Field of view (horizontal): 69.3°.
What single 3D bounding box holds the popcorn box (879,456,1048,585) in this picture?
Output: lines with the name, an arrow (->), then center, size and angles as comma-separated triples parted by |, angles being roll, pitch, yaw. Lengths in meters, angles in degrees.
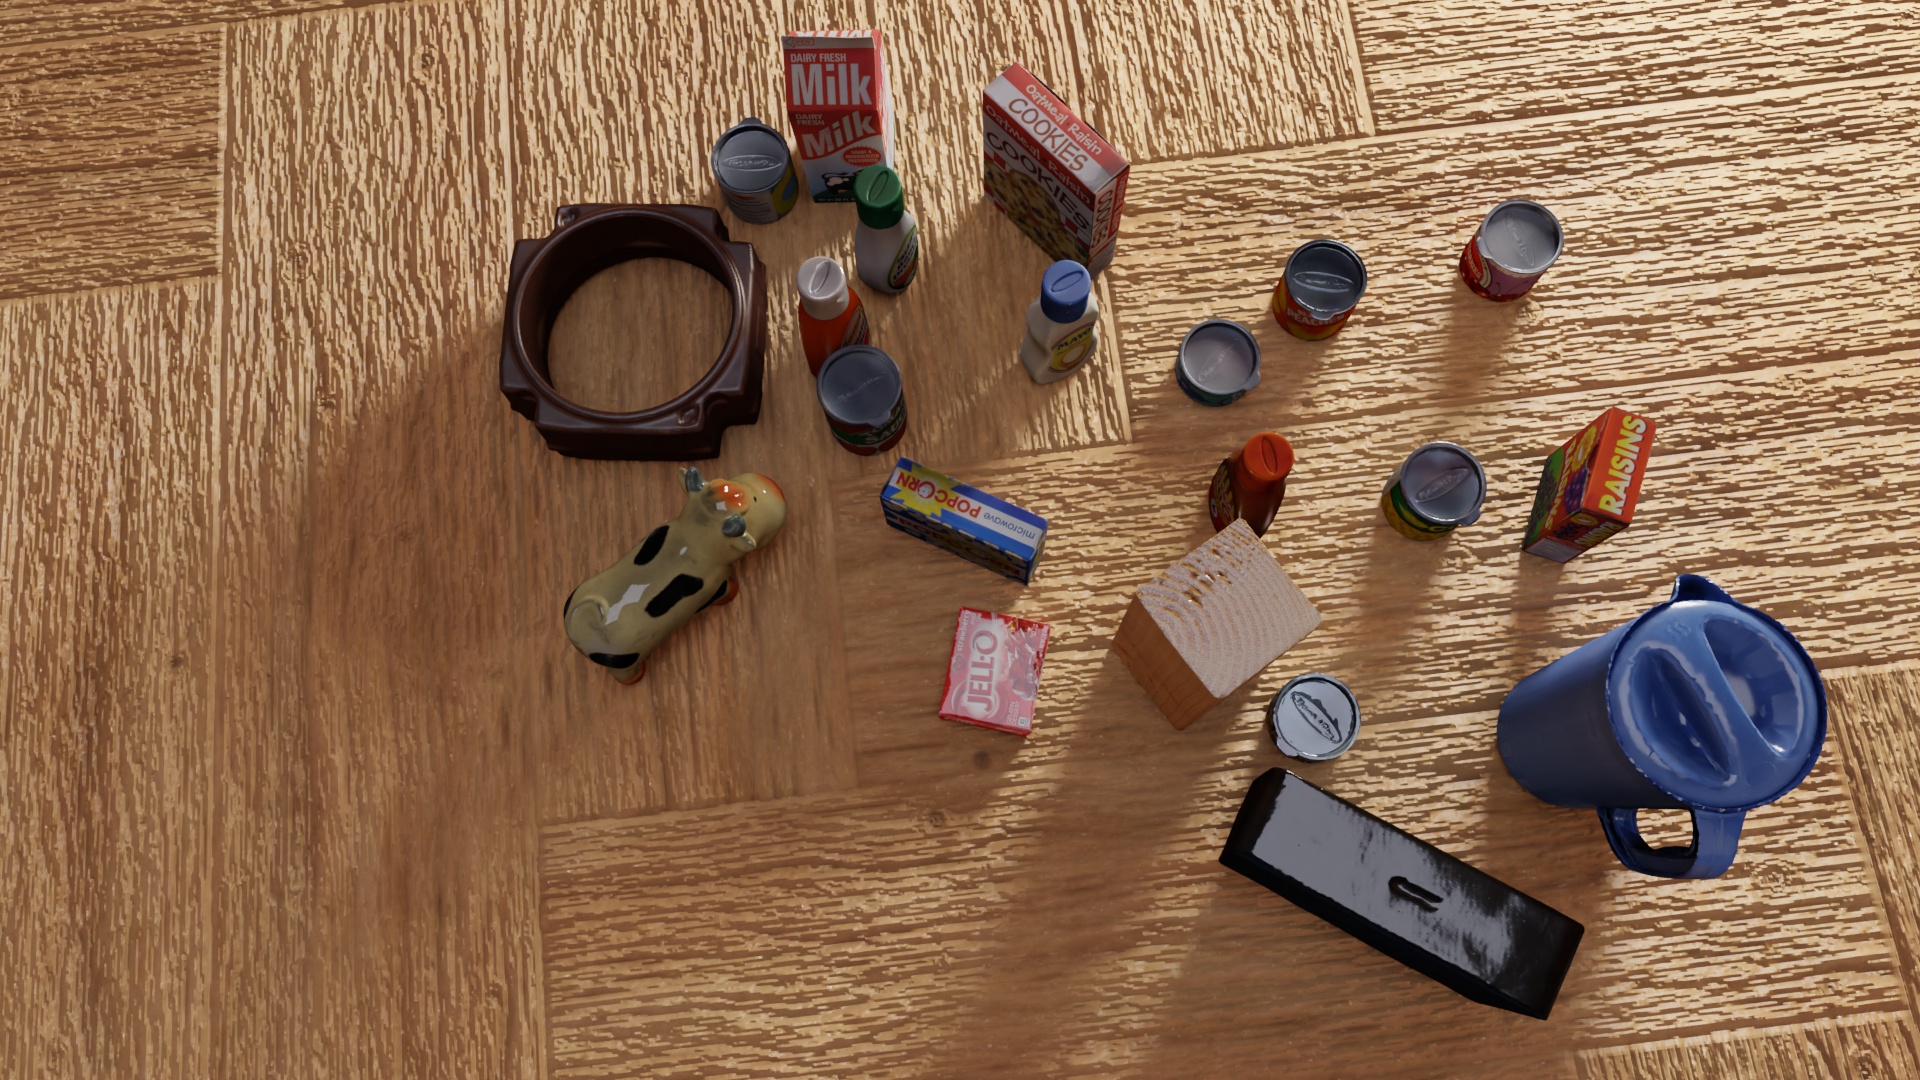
popcorn box -> 0.004, -0.014, 1.081 | 0.127, 0.085, 0.038 | 24, 78, 7

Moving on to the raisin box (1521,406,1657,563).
raisin box -> 0.477, -0.040, 1.058 | 0.040, 0.123, 0.086 | 21, 77, 6

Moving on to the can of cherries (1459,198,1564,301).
can of cherries -> 0.450, -0.237, 1.143 | 0.071, 0.058, 0.071 | 0, 76, 1

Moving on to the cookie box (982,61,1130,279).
cookie box -> 0.073, -0.288, 1.109 | 0.040, 0.167, 0.123 | -43, 79, -9

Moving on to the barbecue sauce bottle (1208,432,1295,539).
barbecue sauce bottle -> 0.220, -0.042, 1.051 | 0.044, 0.148, 0.065 | -9, 76, -1

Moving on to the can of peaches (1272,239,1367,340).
can of peaches -> 0.293, -0.202, 1.138 | 0.071, 0.058, 0.071 | 0, 76, 1

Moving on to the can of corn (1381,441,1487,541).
can of corn -> 0.373, -0.035, 1.093 | 0.071, 0.058, 0.071 | 0, 76, 1

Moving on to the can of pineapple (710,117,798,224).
can of pineapple -> -0.173, -0.312, 1.177 | 0.071, 0.057, 0.071 | 0, 76, 1

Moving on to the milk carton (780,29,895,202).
milk carton -> -0.096, -0.349, 1.116 | 0.072, 0.190, 0.073 | 0, 76, 1

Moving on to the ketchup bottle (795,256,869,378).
ketchup bottle -> -0.103, -0.176, 1.093 | 0.043, 0.148, 0.065 | 22, 78, 7

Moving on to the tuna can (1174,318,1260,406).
tuna can -> 0.212, -0.143, 1.137 | 0.071, 0.032, 0.071 | 0, 76, 1

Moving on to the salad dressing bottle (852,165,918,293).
salad dressing bottle -> -0.061, -0.248, 1.111 | 0.044, 0.147, 0.064 | 26, 78, 8

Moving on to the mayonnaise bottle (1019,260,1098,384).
mayonnaise bottle -> 0.079, -0.171, 1.088 | 0.065, 0.147, 0.041 | -31, 77, -6

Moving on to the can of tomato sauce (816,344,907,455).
can of tomato sauce -> -0.076, -0.109, 1.109 | 0.071, 0.083, 0.071 | 0, 76, 1

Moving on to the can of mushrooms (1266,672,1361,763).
can of mushrooms -> 0.268, 0.138, 1.063 | 0.071, 0.033, 0.071 | 0, 76, 1
